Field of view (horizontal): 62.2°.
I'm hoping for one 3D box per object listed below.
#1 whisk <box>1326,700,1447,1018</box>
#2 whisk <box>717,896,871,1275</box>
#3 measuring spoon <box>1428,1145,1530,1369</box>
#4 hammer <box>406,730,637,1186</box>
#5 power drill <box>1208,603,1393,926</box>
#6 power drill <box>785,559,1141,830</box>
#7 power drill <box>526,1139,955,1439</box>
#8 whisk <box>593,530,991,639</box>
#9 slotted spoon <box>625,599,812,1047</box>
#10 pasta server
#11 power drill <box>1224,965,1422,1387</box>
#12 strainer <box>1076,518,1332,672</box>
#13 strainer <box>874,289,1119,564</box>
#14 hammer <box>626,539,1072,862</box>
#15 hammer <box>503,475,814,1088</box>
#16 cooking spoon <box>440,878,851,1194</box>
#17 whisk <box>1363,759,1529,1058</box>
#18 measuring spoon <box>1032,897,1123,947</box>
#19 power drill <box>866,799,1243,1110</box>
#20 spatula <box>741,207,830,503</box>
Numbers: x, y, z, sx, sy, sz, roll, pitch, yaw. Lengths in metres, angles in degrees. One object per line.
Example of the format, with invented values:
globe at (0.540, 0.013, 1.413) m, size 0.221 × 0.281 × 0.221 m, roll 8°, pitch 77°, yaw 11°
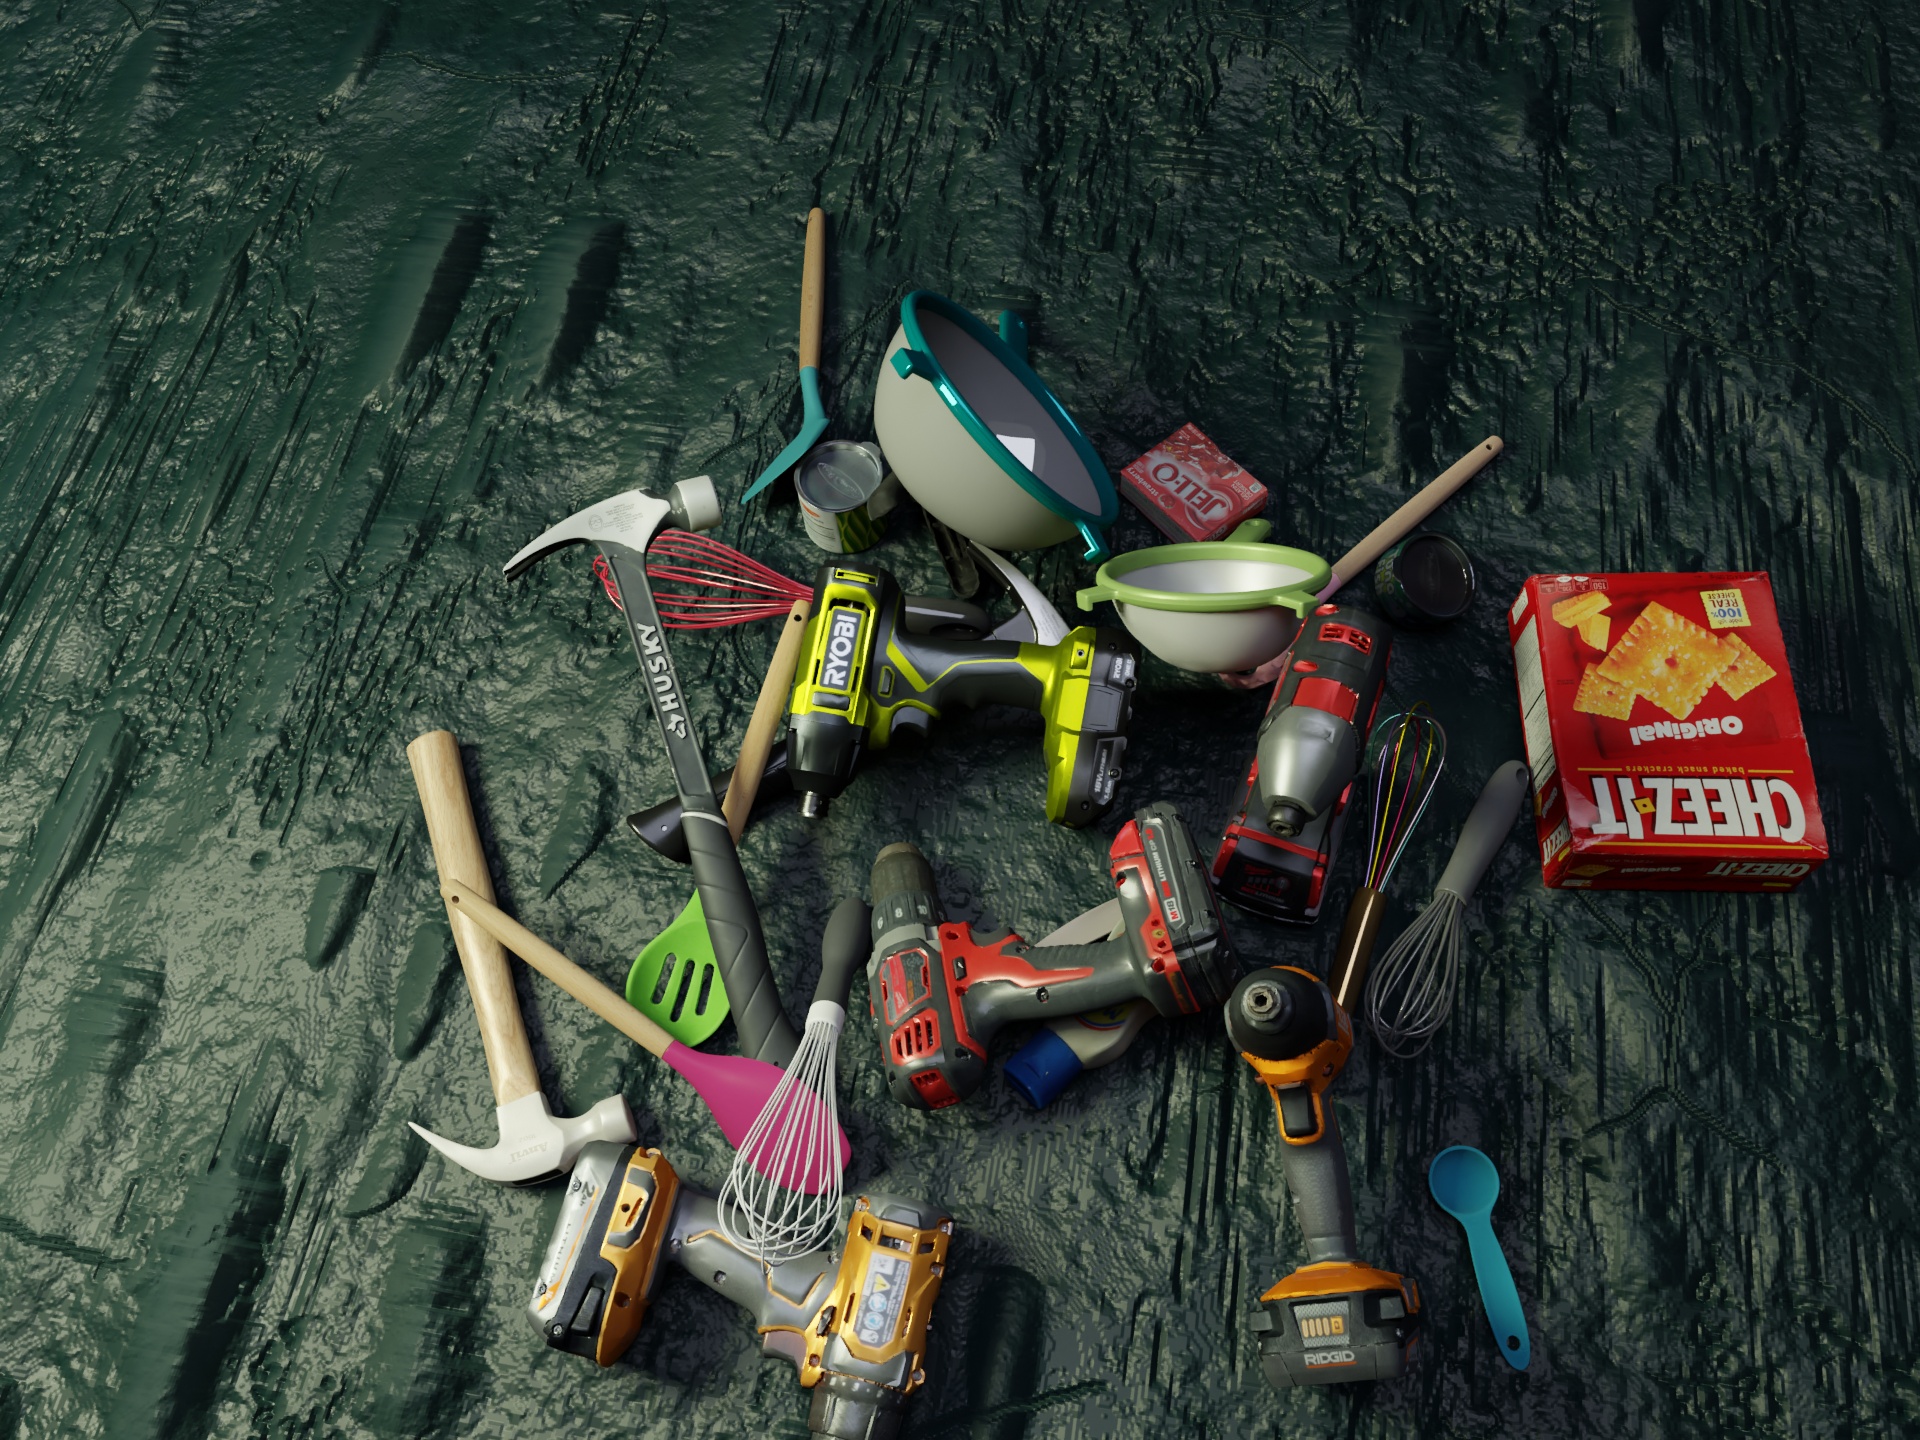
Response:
whisk at (0.276, 0.093, 1.054) m, size 0.051 × 0.047 × 0.245 m, roll 19°, pitch 68°, yaw 11°
whisk at (-0.088, 0.207, 0.960) m, size 0.070 × 0.070 × 0.285 m, roll 4°, pitch 36°, yaw 5°
measuring spoon at (0.312, 0.320, 0.950) m, size 0.042 × 0.021 × 0.129 m, roll -12°, pitch 71°, yaw -3°
hammer at (-0.322, 0.150, 1.063) m, size 0.130 × 0.031 × 0.332 m, roll -20°, pitch 63°, yaw -8°
power drill at (0.209, 0.039, 0.984) m, size 0.078 × 0.219 × 0.143 m, roll 18°, pitch 64°, yaw 12°
power drill at (-0.002, -0.003, 1.063) m, size 0.223 × 0.080 × 0.171 m, roll 10°, pitch 82°, yaw 1°
power drill at (-0.130, 0.352, 0.922) m, size 0.226 × 0.084 × 0.185 m, roll 12°, pitch 65°, yaw 4°
whisk at (-0.124, -0.090, 1.164) m, size 0.296 × 0.073 × 0.073 m, roll 8°, pitch 63°, yaw 1°
slotted spoon at (-0.150, 0.066, 1.064) m, size 0.070 × 0.031 × 0.314 m, roll 16°, pitch 78°, yaw 1°
pasta server at (0.296, -0.122, 1.169) m, size 0.316 × 0.040 × 0.060 m, roll -38°, pitch 79°, yaw -17°
power drill at (0.197, 0.252, 0.901) m, size 0.084 × 0.164 × 0.227 m, roll -13°, pitch 66°, yaw 17°
strainer at (0.182, -0.085, 1.086) m, size 0.151 × 0.069 × 0.256 m, roll 3°, pitch 18°, yaw 19°
strainer at (0.011, -0.222, 1.167) m, size 0.095 × 0.210 × 0.341 m, roll -40°, pitch 20°, yaw 22°
hammer at (-0.077, 0.001, 1.111) m, size 0.335 × 0.035 × 0.146 m, roll -28°, pitch 85°, yaw -7°
hammer at (-0.177, 0.047, 1.032) m, size 0.149 × 0.036 × 0.409 m, roll -16°, pitch 83°, yaw -13°
cooking spoon at (-0.205, 0.194, 1.006) m, size 0.319 × 0.017 × 0.068 m, roll 33°, pitch 106°, yaw 11°
whisk at (0.323, 0.118, 1.038) m, size 0.055 × 0.055 × 0.239 m, roll 27°, pitch 62°, yaw 16°
measuring spoon at (0.072, 0.148, 1.055) m, size 0.124 × 0.018 × 0.034 m, roll -25°, pitch 57°, yaw -17°
power drill at (0.046, 0.129, 1.002) m, size 0.226 × 0.080 × 0.188 m, roll -20°, pitch 46°, yaw 9°
spatula at (-0.129, -0.306, 1.283) m, size 0.044 × 0.082 × 0.318 m, roll 24°, pitch 51°, yaw -35°
